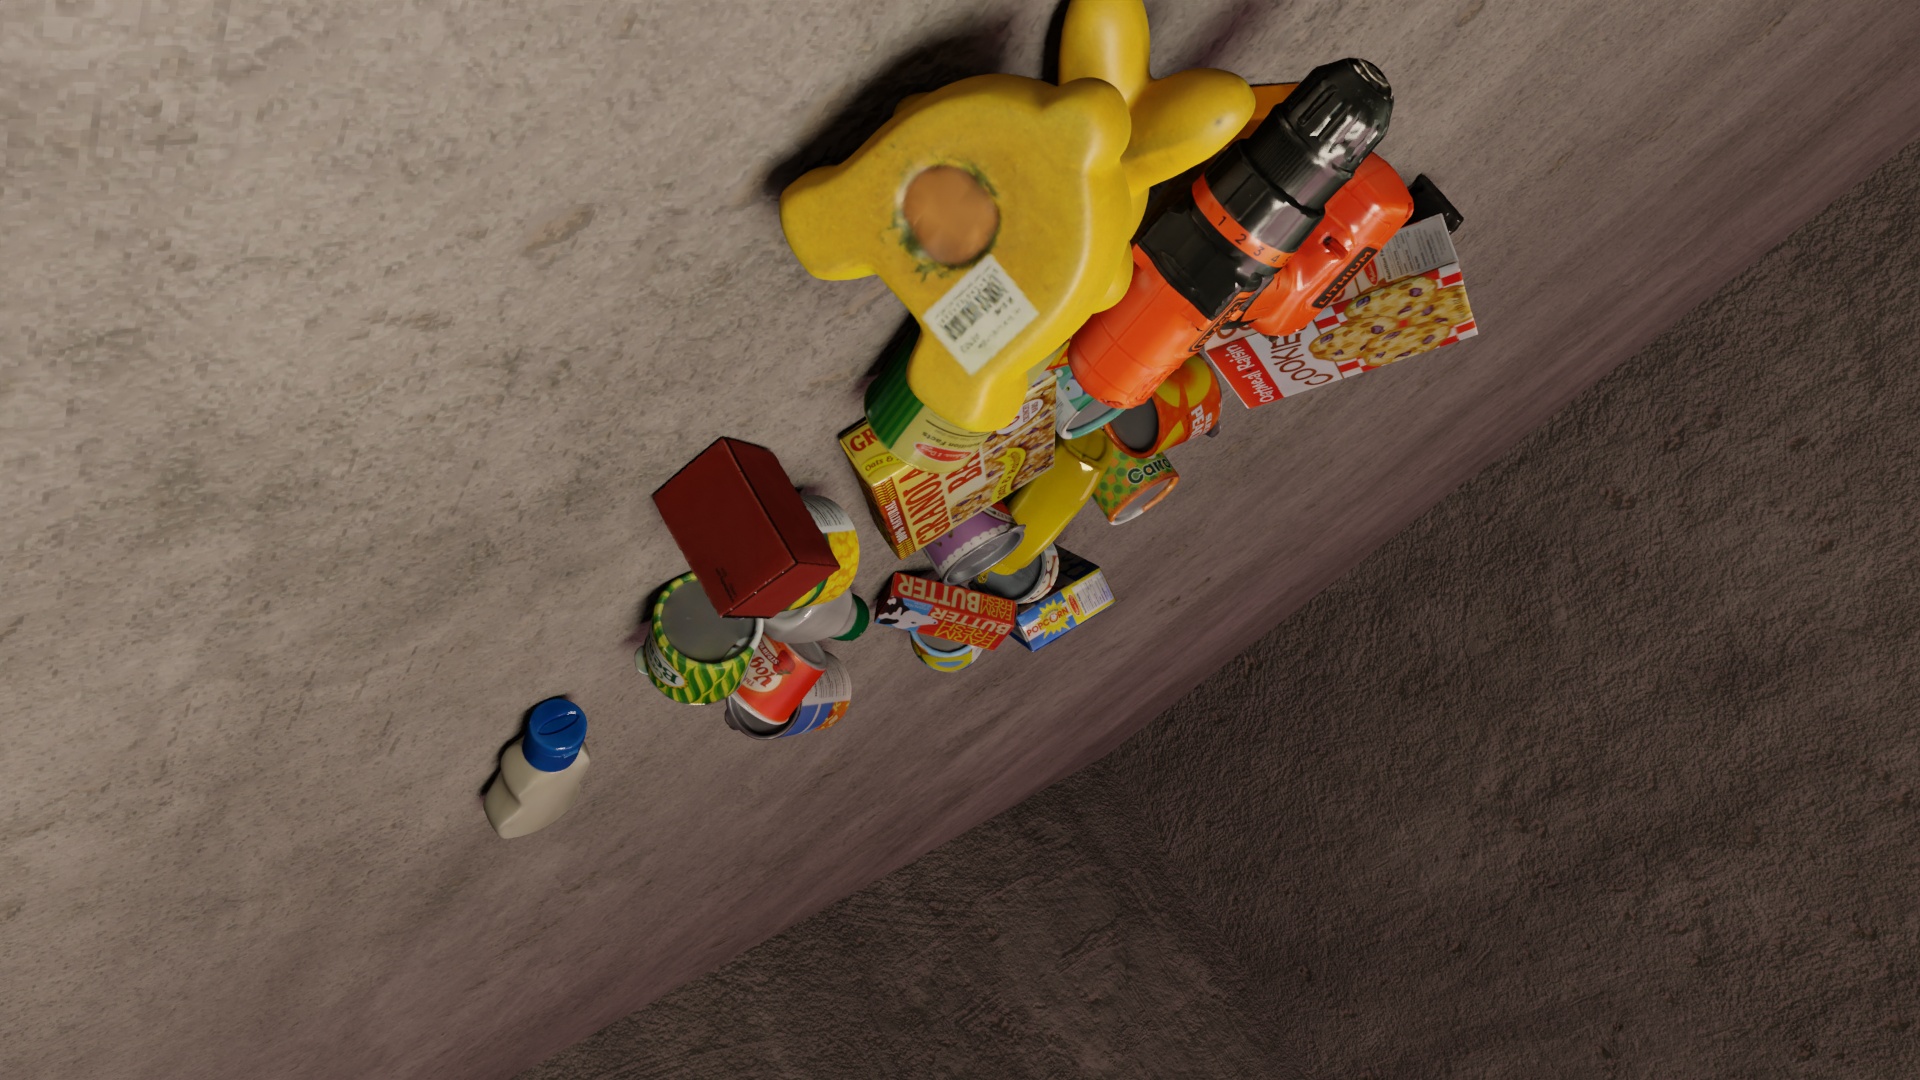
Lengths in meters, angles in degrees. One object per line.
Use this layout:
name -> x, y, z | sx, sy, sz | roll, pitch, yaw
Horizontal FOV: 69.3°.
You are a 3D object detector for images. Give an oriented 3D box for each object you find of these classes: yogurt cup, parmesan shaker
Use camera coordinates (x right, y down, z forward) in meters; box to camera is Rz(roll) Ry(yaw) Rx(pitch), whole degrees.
yogurt cup -> -0.133, 0.090, 0.996 | 0.054, 0.072, 0.072 | -45, 163, 11
parmesan shaker -> 0.005, -0.090, 0.701 | 0.071, 0.071, 0.102 | -18, 158, -43

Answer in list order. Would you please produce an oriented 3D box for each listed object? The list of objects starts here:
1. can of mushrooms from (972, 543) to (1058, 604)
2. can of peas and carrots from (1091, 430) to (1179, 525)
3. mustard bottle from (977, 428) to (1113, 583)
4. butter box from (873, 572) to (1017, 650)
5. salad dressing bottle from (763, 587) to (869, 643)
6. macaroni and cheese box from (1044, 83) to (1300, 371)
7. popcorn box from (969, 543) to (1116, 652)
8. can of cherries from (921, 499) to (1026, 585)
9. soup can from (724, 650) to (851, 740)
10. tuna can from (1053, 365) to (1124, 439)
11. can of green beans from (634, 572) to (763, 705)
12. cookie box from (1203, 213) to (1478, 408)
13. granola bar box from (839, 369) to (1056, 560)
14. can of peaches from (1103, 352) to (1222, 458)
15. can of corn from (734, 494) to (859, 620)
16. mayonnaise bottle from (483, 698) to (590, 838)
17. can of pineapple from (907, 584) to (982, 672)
can of mushrooms -> 0.043, 0.021, 1.124 | 0.071, 0.071, 0.033 | -39, 165, 20
can of peas and carrots -> 0.129, -0.055, 1.081 | 0.071, 0.059, 0.070 | -31, 165, -9
mustard bottle -> 0.050, -0.019, 1.003 | 0.159, 0.049, 0.066 | -52, -172, 36
butter box -> -0.012, 0.057, 1.101 | 0.103, 0.024, 0.053 | 14, 149, -12
salad dressing bottle -> -0.099, 0.046, 0.965 | 0.064, 0.044, 0.147 | -36, 166, 4
macaroni and cheese box -> 0.104, -0.162, 0.729 | 0.124, 0.040, 0.165 | -20, 160, -42
popcorn box -> 0.069, 0.046, 1.196 | 0.085, 0.038, 0.127 | -31, -162, -10
can of cherries -> 0.003, -0.012, 0.960 | 0.071, 0.058, 0.071 | -30, 164, -10
soup can -> -0.134, 0.119, 1.077 | 0.071, 0.071, 0.084 | -38, 164, 16
tuna can -> 0.086, -0.099, 0.906 | 0.071, 0.033, 0.071 | -30, 165, -9
can of green beans -> -0.156, 0.059, 0.842 | 0.071, 0.071, 0.057 | -24, 162, -29
cookie box -> 0.255, -0.151, 0.943 | 0.167, 0.040, 0.123 | -18, 159, 20
granola bar box -> -0.003, -0.054, 0.851 | 0.124, 0.039, 0.165 | -32, 165, -6
can of peaches -> 0.137, -0.093, 0.953 | 0.058, 0.071, 0.071 | -22, 162, -31
can of corn -> -0.101, 0.010, 0.795 | 0.071, 0.071, 0.058 | -41, 163, 29
mayonnaise bottle -> -0.281, 0.153, 0.934 | 0.065, 0.041, 0.147 | -24, 161, -35
can of pineapple -> -0.013, 0.075, 1.187 | 0.071, 0.071, 0.057 | -30, 164, -9
